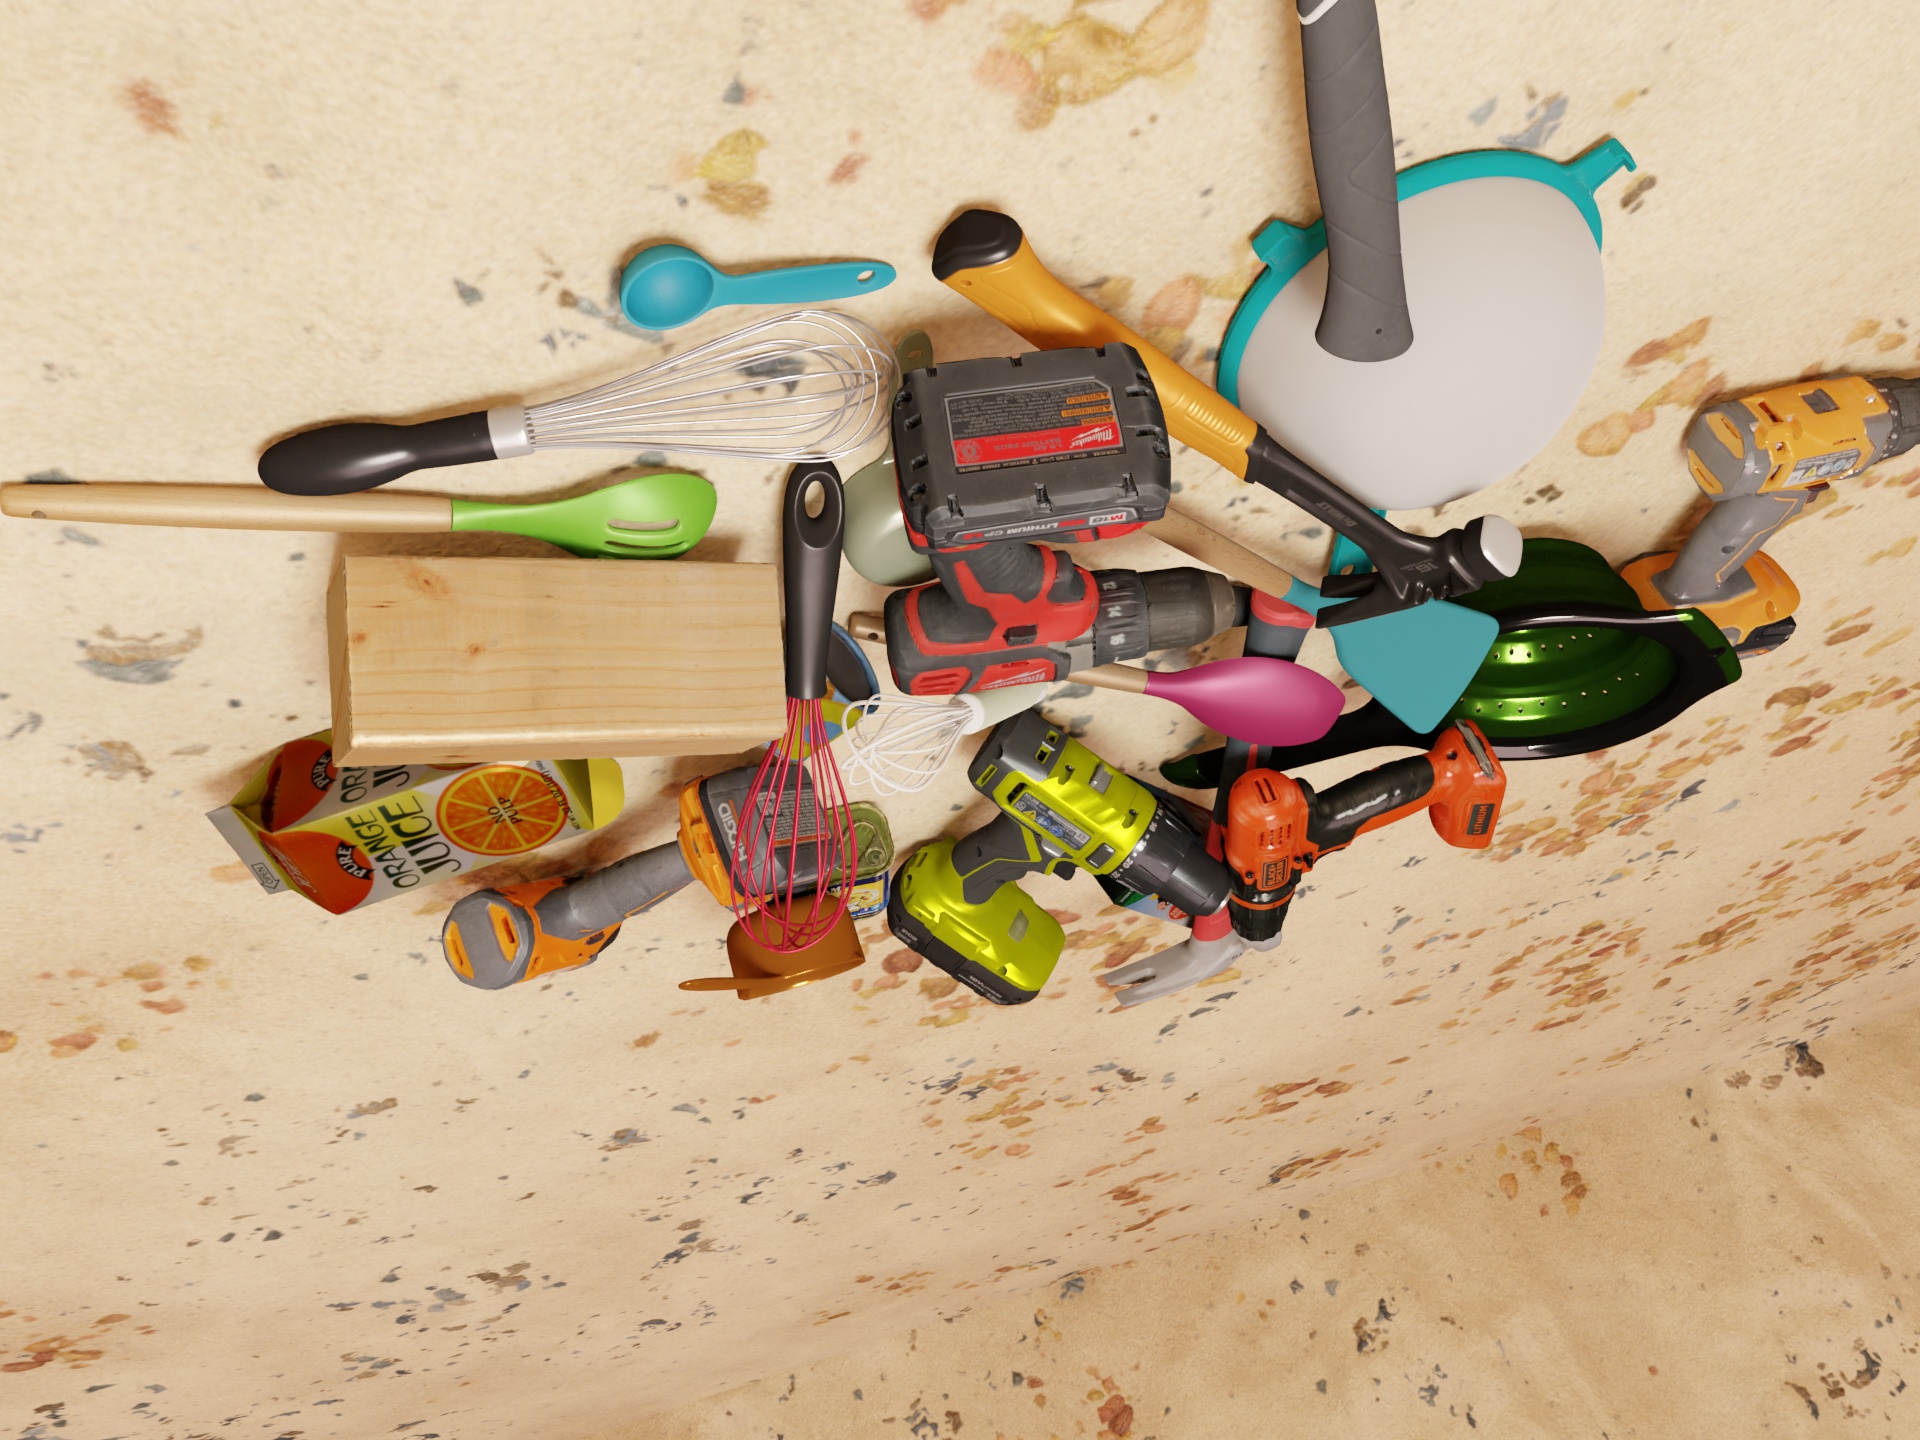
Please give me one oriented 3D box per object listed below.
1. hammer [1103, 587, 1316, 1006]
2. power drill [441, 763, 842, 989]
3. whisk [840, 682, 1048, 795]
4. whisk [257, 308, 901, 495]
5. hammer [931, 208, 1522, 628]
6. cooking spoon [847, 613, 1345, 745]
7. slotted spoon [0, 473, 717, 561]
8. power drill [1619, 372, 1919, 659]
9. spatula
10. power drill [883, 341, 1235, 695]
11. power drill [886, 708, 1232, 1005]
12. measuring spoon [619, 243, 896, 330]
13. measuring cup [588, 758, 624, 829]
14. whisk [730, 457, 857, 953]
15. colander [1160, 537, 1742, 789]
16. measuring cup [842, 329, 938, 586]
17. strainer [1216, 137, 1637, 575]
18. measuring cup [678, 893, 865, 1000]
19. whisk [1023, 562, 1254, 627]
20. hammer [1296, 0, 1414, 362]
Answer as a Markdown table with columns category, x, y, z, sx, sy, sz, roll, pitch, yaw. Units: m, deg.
| category | x | y | z | sx | sy | sz | roll | pitch | yaw |
| --- | --- | --- | --- | --- | --- | --- | --- | --- | --- |
| hammer | 0.178 | 0.062 | 1.099 | 0.143 | 0.038 | 0.385 | -19 | 140 | -17 |
| power drill | -0.197 | 0.103 | 1.025 | 0.226 | 0.084 | 0.164 | -24 | 173 | 15 |
| whisk | -0.001 | -0.003 | 0.920 | 0.058 | 0.059 | 0.246 | -42 | 172 | 25 |
| whisk | -0.167 | -0.134 | 0.706 | 0.284 | 0.070 | 0.070 | -10 | 149 | -5 |
| hammer | 0.121 | -0.140 | 0.777 | 0.336 | 0.034 | 0.127 | 28 | 155 | -29 |
| cooking spoon | 0.087 | -0.027 | 0.962 | 0.318 | 0.017 | 0.068 | 11 | 131 | -15 |
| slotted spoon | -0.264 | -0.095 | 0.739 | 0.313 | 0.031 | 0.070 | -1 | 150 | -24 |
| power drill | 0.547 | -0.136 | 1.060 | 0.185 | 0.084 | 0.226 | -13 | 144 | -12 |
| spatula | 0.172 | -0.084 | 0.908 | 0.317 | 0.044 | 0.082 | 22 | 108 | -28 |
| power drill | 0.053 | -0.084 | 0.778 | 0.188 | 0.080 | 0.226 | -7 | 157 | -3 |
| power drill | 0.062 | 0.109 | 1.112 | 0.190 | 0.080 | 0.228 | 35 | 137 | -4 |
| measuring spoon | -0.088 | -0.194 | 0.689 | 0.128 | 0.021 | 0.042 | -13 | 154 | -28 |
| measuring cup | -0.273 | 0.042 | 0.947 | 0.156 | 0.029 | 0.062 | 7 | 141 | -38 |
| whisk | -0.085 | 0.002 | 0.856 | 0.073 | 0.073 | 0.295 | -5 | 117 | -22 |
| colander | 0.313 | -0.036 | 1.099 | 0.397 | 0.095 | 0.204 | -17 | 147 | 35 |
| measuring cup | -0.024 | -0.126 | 0.803 | 0.083 | 0.038 | 0.167 | -11 | 151 | -12 |
| strainer | 0.249 | -0.142 | 0.869 | 0.211 | 0.095 | 0.340 | -15 | 148 | -6 |
| measuring cup | -0.131 | 0.144 | 1.019 | 0.095 | 0.052 | 0.173 | -23 | 164 | 23 |
| whisk | 0.101 | -0.073 | 0.954 | 0.238 | 0.055 | 0.055 | -1 | 145 | -35 |
| hammer | 0.138 | -0.290 | 0.581 | 0.149 | 0.036 | 0.408 | -23 | 141 | 3 |
